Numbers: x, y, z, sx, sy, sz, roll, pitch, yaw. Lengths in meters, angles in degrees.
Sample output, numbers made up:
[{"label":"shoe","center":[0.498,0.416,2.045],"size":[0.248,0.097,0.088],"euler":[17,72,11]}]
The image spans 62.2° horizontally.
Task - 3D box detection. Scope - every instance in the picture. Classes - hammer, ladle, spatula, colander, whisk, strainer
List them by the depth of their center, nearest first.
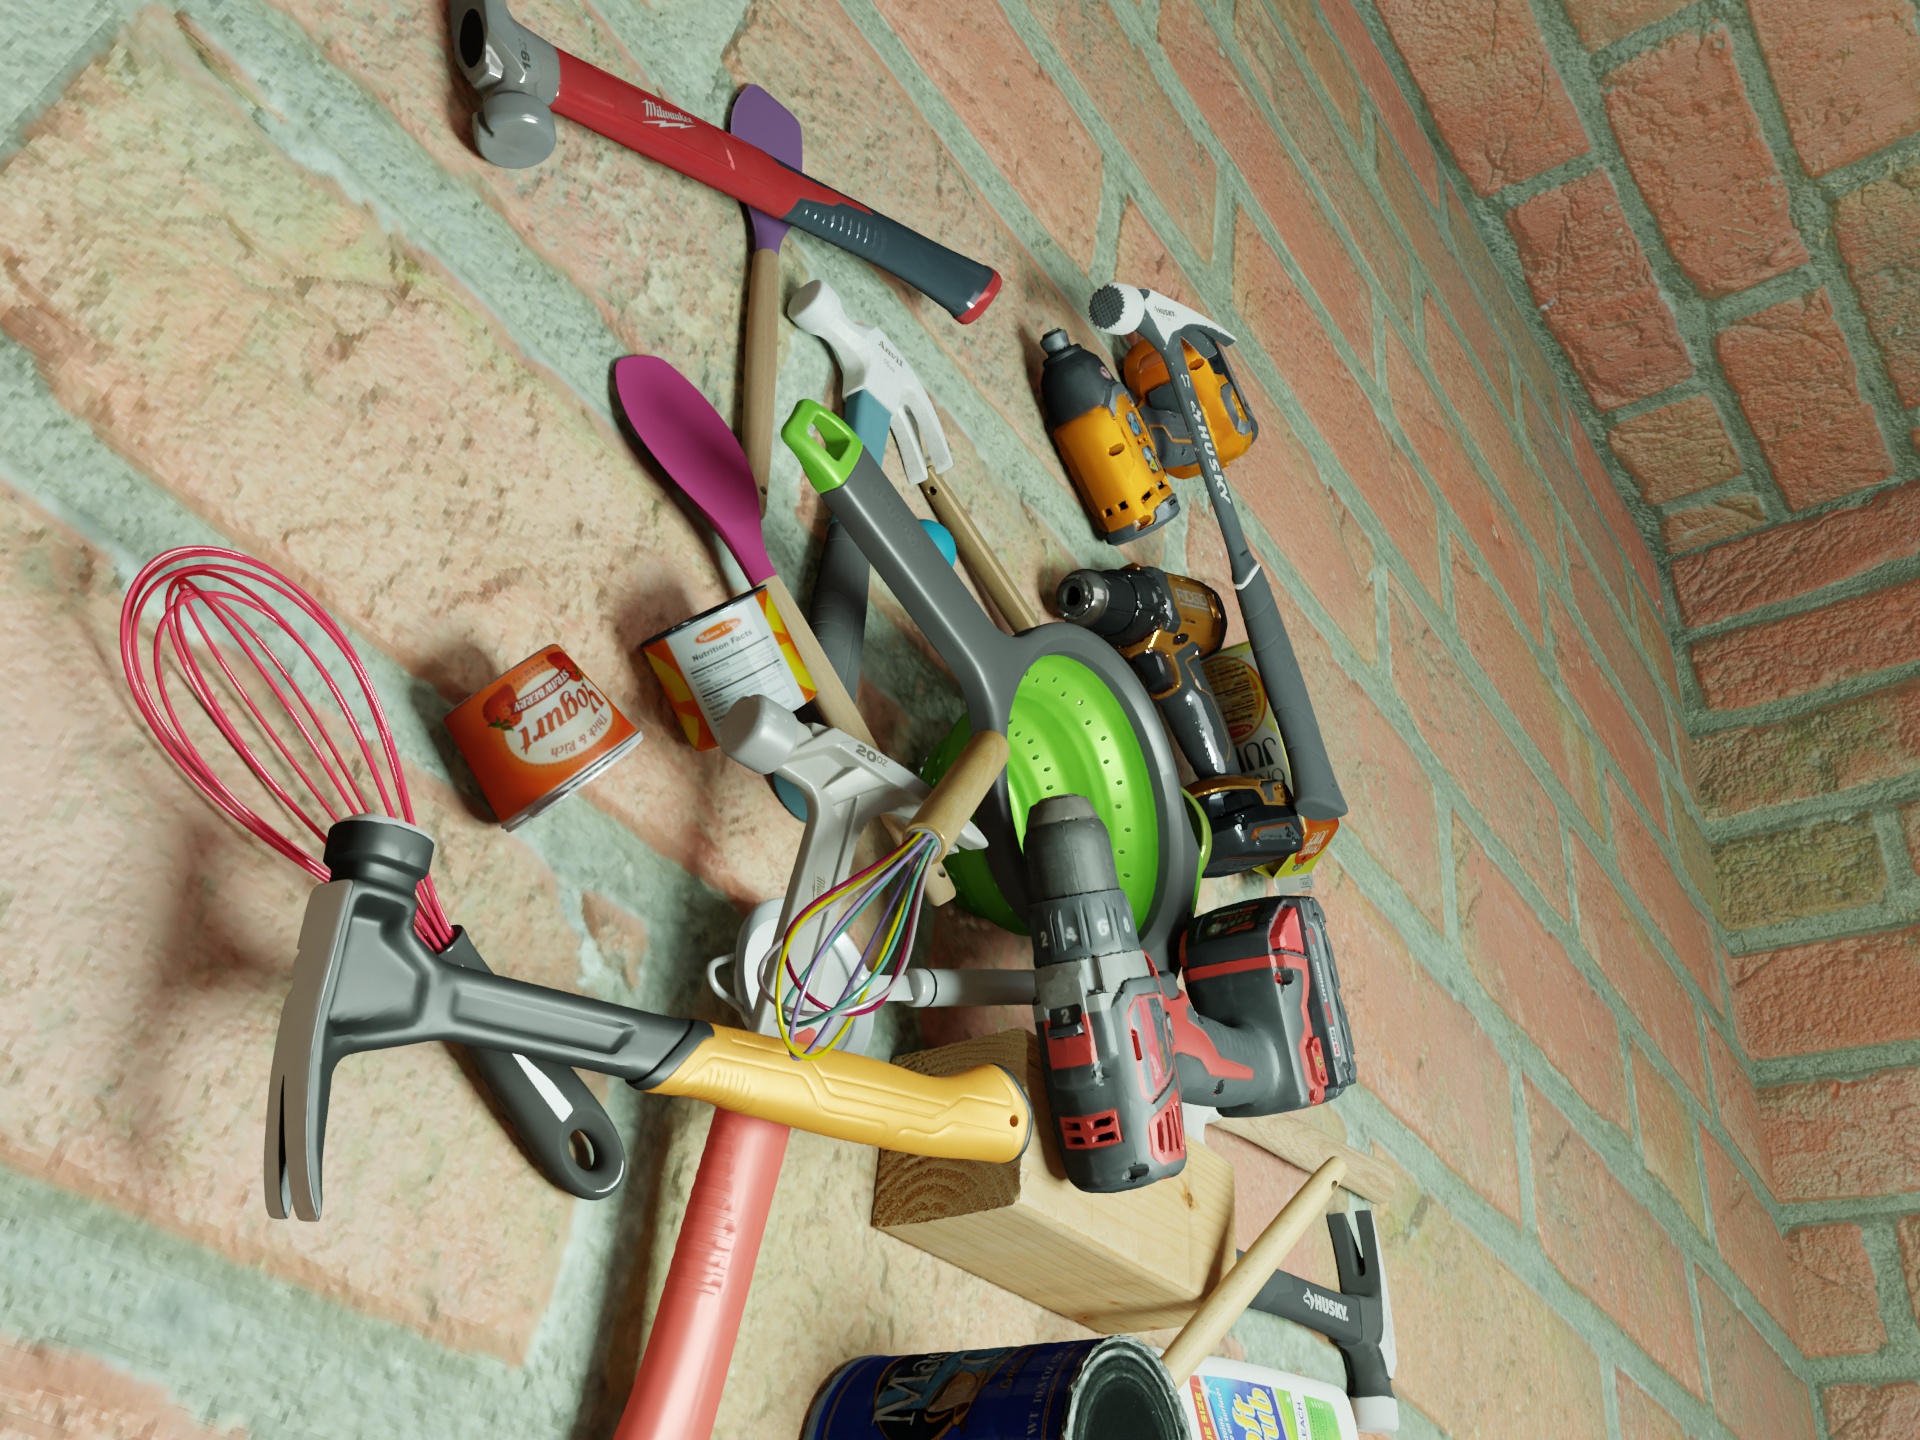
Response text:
[{"label":"whisk","center":[-0.202,0.067,0.581],"size":[0.295,0.073,0.073],"euler":[63,32,-22]},{"label":"hammer","center":[-0.092,0.140,0.606],"size":[0.336,0.034,0.127],"euler":[24,62,-41]},{"label":"hammer","center":[-0.081,0.174,0.662],"size":[0.149,0.037,0.359],"euler":[35,56,-36]},{"label":"whisk","center":[-0.023,0.060,0.677],"size":[0.047,0.051,0.245],"euler":[48,31,-7]},{"label":"strainer","center":[-0.028,0.133,0.781],"size":[0.258,0.050,0.087],"euler":[8,59,-42]},{"label":"ladle","center":[0.101,0.334,0.799],"size":[0.315,0.031,0.069],"euler":[-41,124,-26]},{"label":"colander","center":[-0.001,-0.003,0.865],"size":[0.396,0.094,0.205],"euler":[52,40,-31]},{"label":"hammer","center":[-0.065,-0.093,0.890],"size":[0.128,0.033,0.331],"euler":[37,45,-39]},{"label":"hammer","center":[-0.112,-0.318,0.906],"size":[0.386,0.038,0.143],"euler":[10,62,-49]},{"label":"spatula","center":[-0.114,-0.248,0.911],"size":[0.059,0.018,0.316],"euler":[28,50,-43]},{"label":"ladle","center":[0.061,-0.023,1.021],"size":[0.320,0.078,0.062],"euler":[56,26,-10]},{"label":"hammer","center":[0.203,0.366,1.039],"size":[0.334,0.035,0.146],"euler":[36,46,-43]},{"label":"hammer","center":[0.228,0.291,1.120],"size":[0.331,0.031,0.130],"euler":[34,44,-45]},{"label":"hammer","center":[0.204,-0.123,1.157],"size":[0.149,0.036,0.409],"euler":[-6,76,-49]}]

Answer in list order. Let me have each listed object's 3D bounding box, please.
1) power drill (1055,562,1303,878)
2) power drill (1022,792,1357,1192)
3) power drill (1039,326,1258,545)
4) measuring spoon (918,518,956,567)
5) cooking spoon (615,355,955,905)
[{"label":"power drill","center":[0.149,-0.005,1.122],"size":[0.185,0.084,0.226],"euler":[6,65,-55]},{"label":"power drill","center":[0.112,0.132,0.827],"size":[0.226,0.080,0.188],"euler":[5,71,-53]},{"label":"power drill","center":[0.141,-0.243,1.235],"size":[0.226,0.084,0.164],"euler":[-39,105,-53]},{"label":"measuring spoon","center":[0.003,-0.068,0.985],"size":[0.042,0.021,0.128],"euler":[-35,102,-57]},{"label":"cooking spoon","center":[-0.087,-0.047,0.803],"size":[0.319,0.017,0.069],"euler":[60,33,4]}]
